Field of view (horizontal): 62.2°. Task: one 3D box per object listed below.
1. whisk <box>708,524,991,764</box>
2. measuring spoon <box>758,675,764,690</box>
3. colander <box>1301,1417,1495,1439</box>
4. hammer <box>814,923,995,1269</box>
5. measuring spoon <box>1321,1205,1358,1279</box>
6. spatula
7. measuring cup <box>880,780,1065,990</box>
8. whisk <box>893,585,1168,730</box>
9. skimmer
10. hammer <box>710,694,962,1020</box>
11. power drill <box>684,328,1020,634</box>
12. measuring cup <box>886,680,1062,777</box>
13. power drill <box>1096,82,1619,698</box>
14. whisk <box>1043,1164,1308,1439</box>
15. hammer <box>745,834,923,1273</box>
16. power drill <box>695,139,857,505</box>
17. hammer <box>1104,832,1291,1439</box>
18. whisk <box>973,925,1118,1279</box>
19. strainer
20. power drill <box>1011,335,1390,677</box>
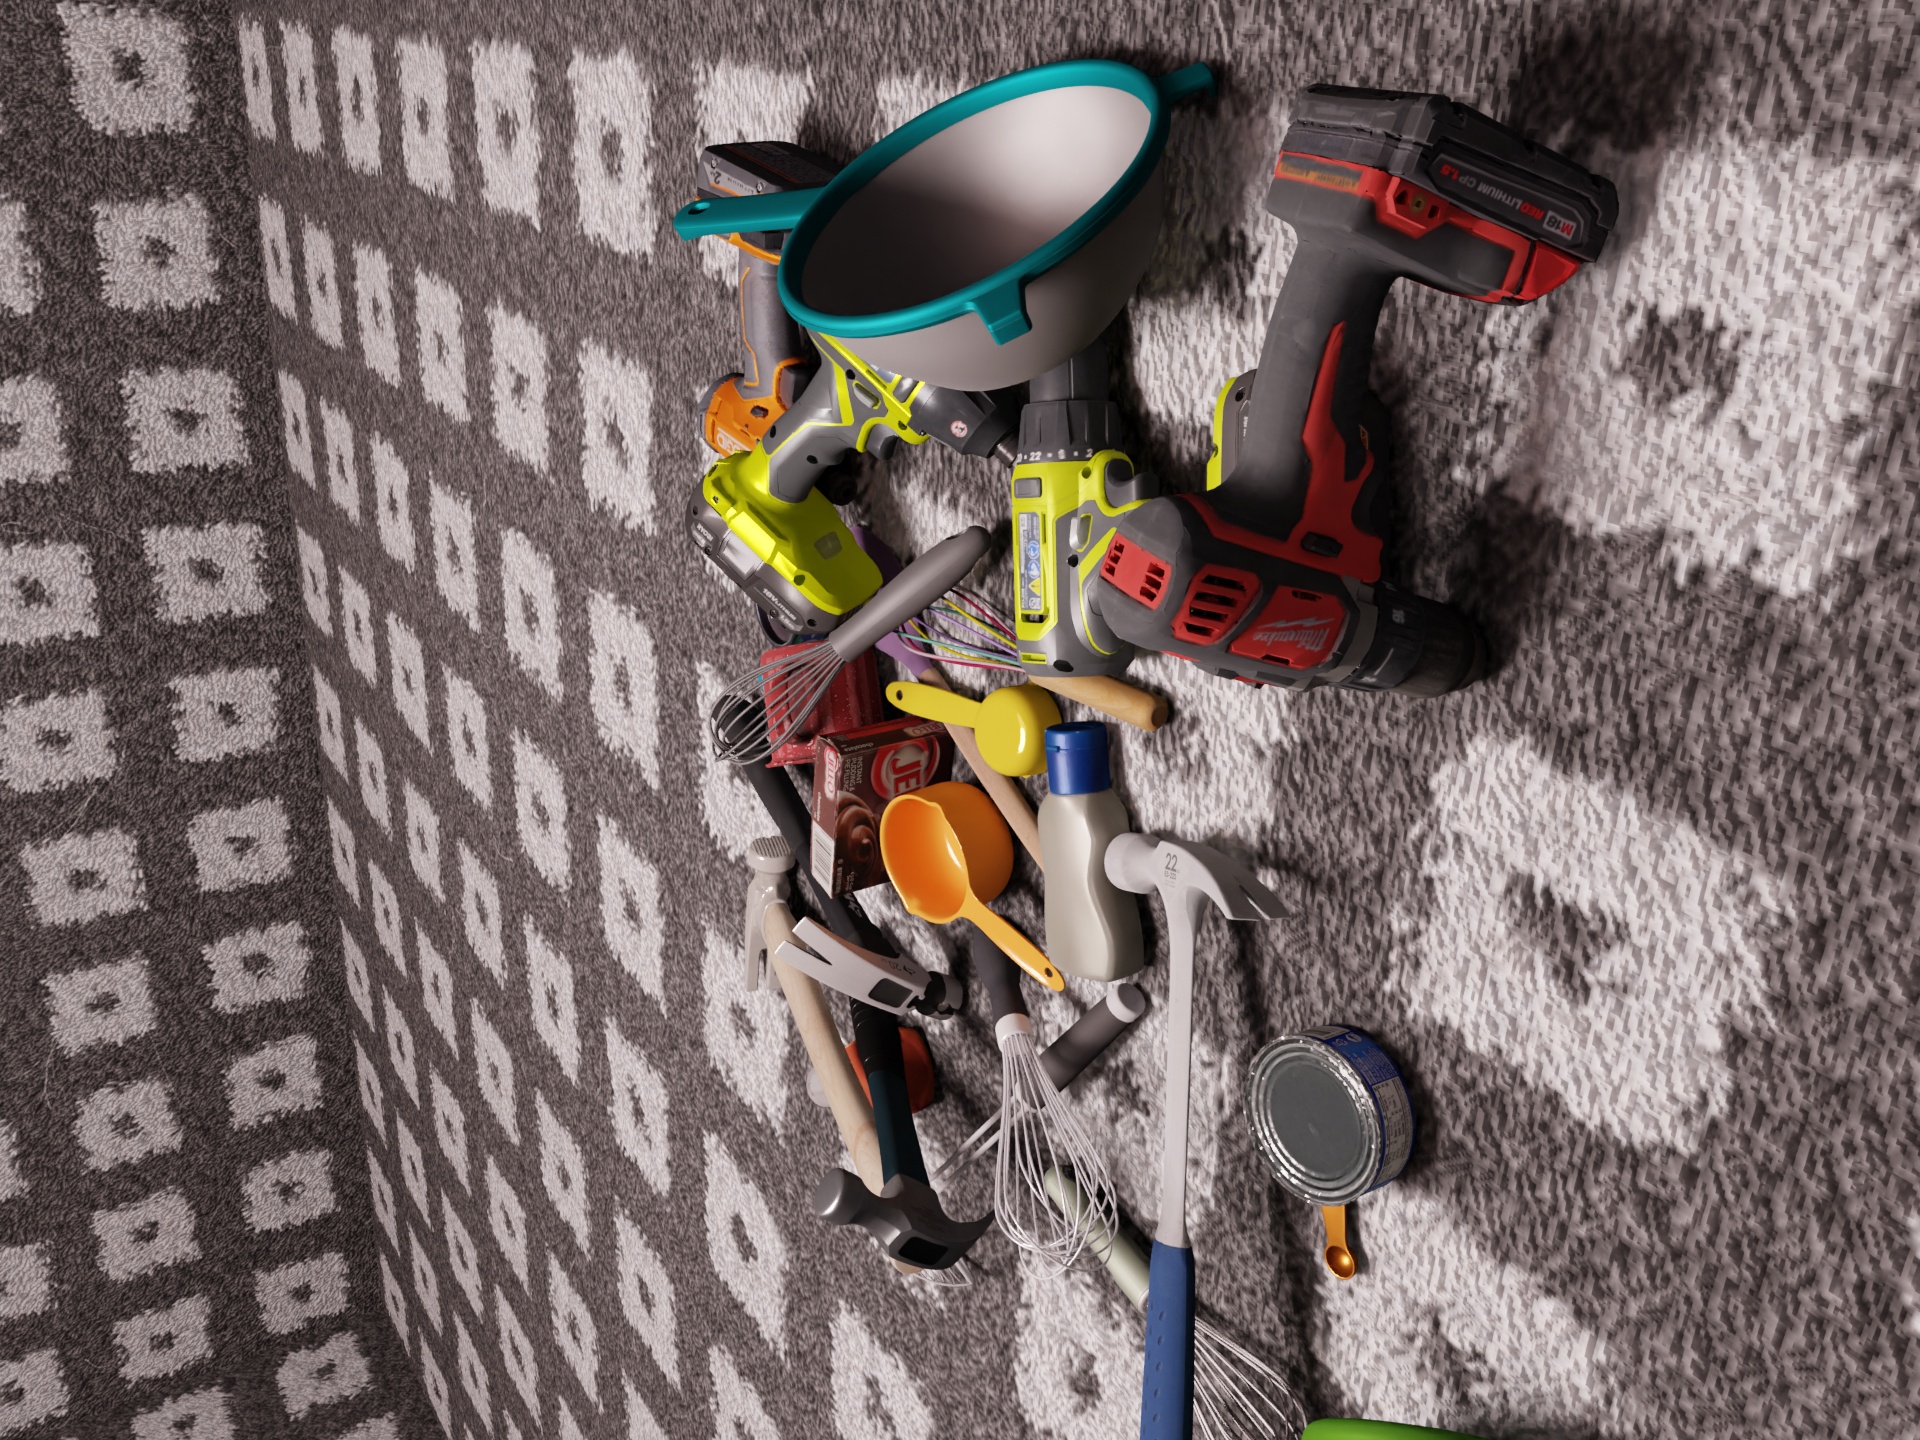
[{"bbox_3d":[-0.073,-0.047,1.004,0.239,0.055,0.055,-37,66,19],"label":"whisk"},{"bbox_3d":[-0.130,-0.036,1.235,0.042,0.021,0.129,64,158,-9],"label":"measuring spoon"},{"bbox_3d":[0.199,0.418,0.810,0.396,0.204,0.095,110,172,-62],"label":"colander"},{"bbox_3d":[-0.051,0.231,1.052,0.033,0.128,0.331,-50,24,14],"label":"hammer"},{"bbox_3d":[0.196,0.235,0.834,0.021,0.011,0.117,-3,94,51],"label":"measuring spoon"},{"bbox_3d":[-0.009,-0.013,1.052,0.059,0.018,0.316,-54,55,34],"label":"spatula"},{"bbox_3d":[0.022,0.107,1.022,0.174,0.052,0.095,41,133,30],"label":"measuring cup"},{"bbox_3d":[0.032,-0.041,0.960,0.245,0.051,0.047,26,116,47],"label":"whisk"},{"bbox_3d":[0.034,0.272,1.073,0.127,0.090,0.363,54,131,20],"label":"skimmer"},{"bbox_3d":[-0.121,0.086,1.180,0.035,0.146,0.335,-50,44,14],"label":"hammer"},{"bbox_3d":[-0.067,-0.164,0.992,0.171,0.080,0.223,44,129,4],"label":"power drill"},{"bbox_3d":[-0.002,-0.003,1.009,0.157,0.029,0.062,15,105,43],"label":"measuring cup"},{"bbox_3d":[0.170,-0.115,0.637,0.080,0.187,0.226,43,117,56],"label":"power drill"},{"bbox_3d":[0.121,0.353,0.955,0.059,0.057,0.247,-55,42,6],"label":"whisk"},{"bbox_3d":[-0.098,0.250,1.166,0.411,0.038,0.146,-126,37,-56],"label":"hammer"},{"bbox_3d":[-0.116,-0.259,1.079,0.164,0.084,0.226,40,135,41],"label":"power drill"},{"bbox_3d":[0.115,0.267,0.844,0.144,0.035,0.405,-178,91,-68],"label":"hammer"},{"bbox_3d":[0.037,0.209,0.944,0.285,0.070,0.070,-105,21,-57],"label":"whisk"},{"bbox_3d":[-0.026,-0.245,0.850,0.340,0.211,0.095,13,148,42],"label":"strainer"},{"bbox_3d":[0.103,-0.113,0.797,0.229,0.080,0.190,9,102,58],"label":"power drill"}]
